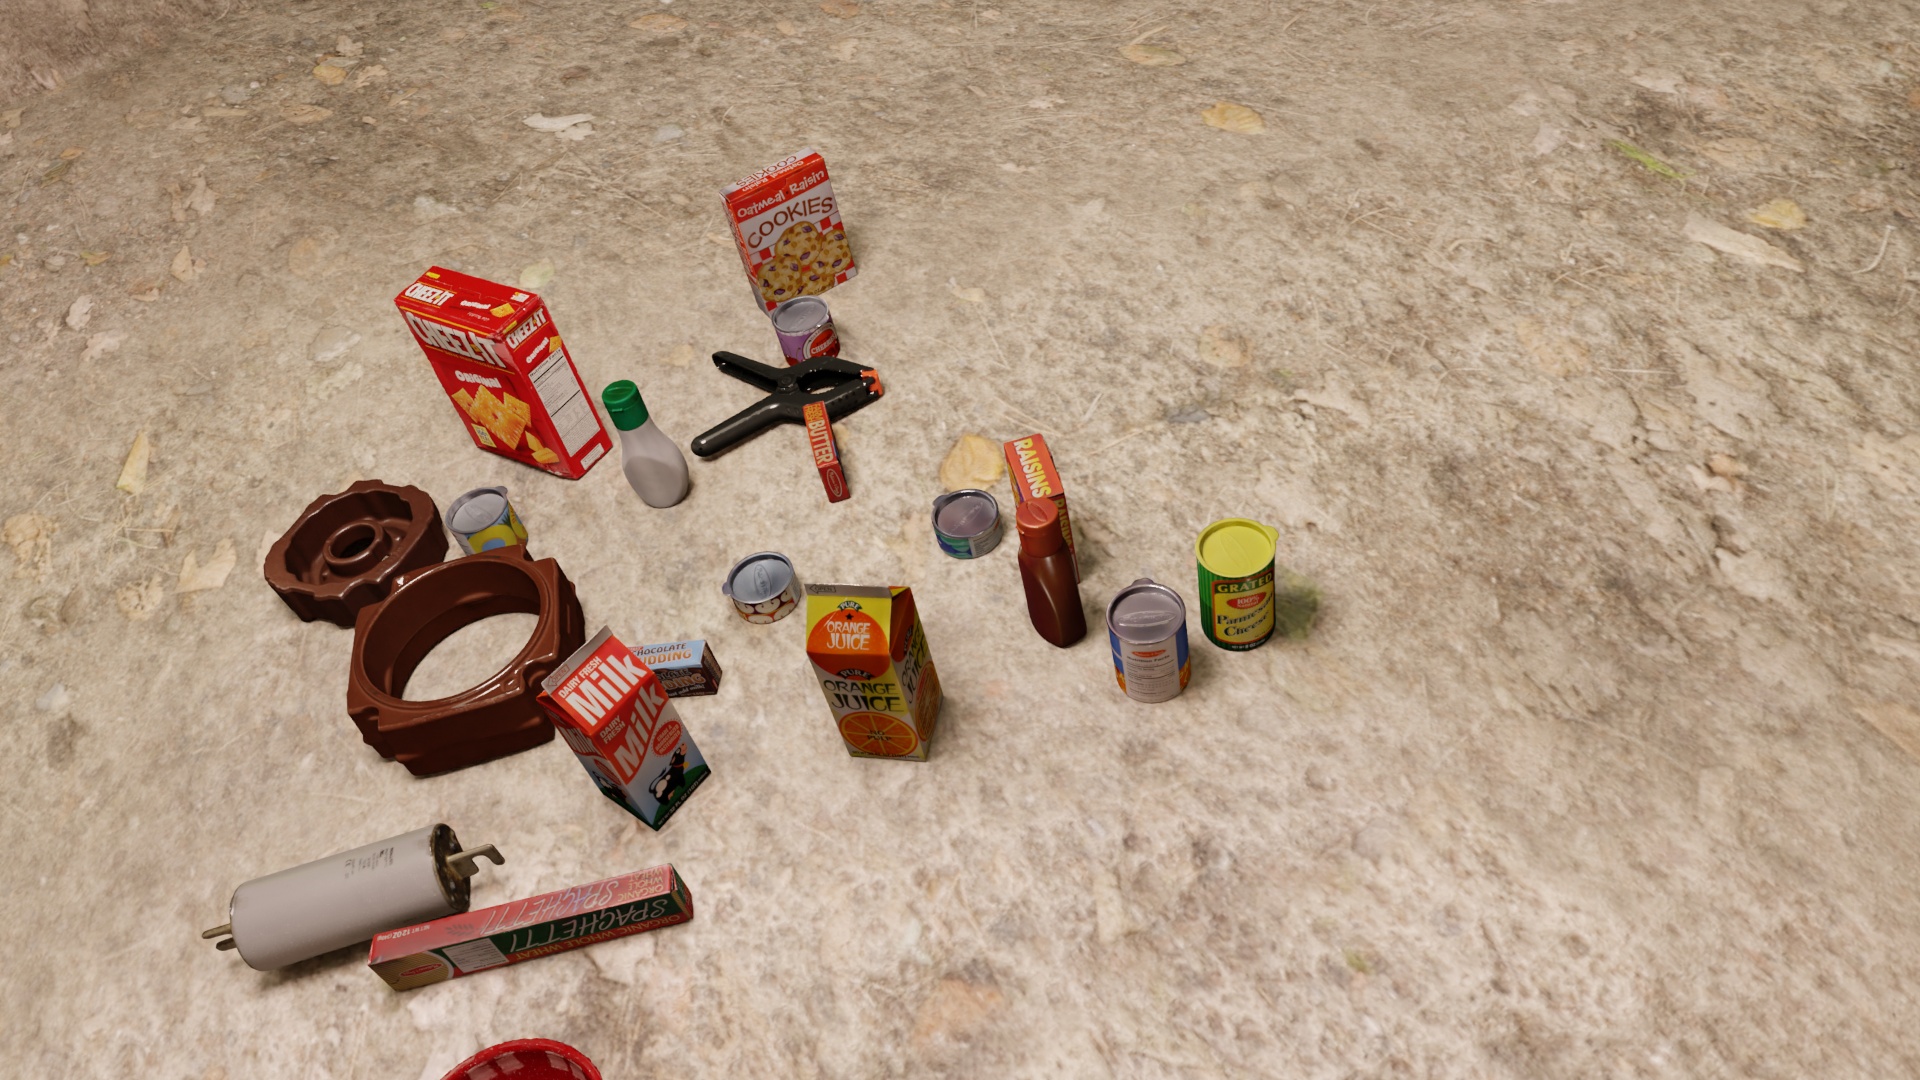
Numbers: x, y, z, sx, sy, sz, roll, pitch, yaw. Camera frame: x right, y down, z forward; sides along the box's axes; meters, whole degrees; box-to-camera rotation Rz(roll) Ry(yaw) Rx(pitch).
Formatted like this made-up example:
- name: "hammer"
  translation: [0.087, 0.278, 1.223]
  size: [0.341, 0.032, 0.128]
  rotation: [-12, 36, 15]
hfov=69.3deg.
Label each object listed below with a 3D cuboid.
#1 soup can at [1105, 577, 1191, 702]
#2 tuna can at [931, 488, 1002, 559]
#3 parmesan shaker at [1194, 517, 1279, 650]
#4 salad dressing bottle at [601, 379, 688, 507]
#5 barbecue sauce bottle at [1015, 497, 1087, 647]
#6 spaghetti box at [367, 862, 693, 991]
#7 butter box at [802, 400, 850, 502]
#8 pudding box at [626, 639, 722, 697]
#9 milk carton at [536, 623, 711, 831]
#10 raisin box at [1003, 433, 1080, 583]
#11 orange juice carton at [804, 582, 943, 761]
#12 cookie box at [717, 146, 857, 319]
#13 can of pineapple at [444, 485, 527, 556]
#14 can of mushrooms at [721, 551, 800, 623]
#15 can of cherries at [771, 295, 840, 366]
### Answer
- name: "soup can"
  translation: [0.160, 0.085, 1.177]
  size: [0.071, 0.083, 0.072]
  rotation: [-7, 46, 7]
- name: "tuna can"
  translation: [0.005, -0.017, 1.345]
  size: [0.071, 0.032, 0.071]
  rotation: [-7, 46, 7]
- name: "parmesan shaker"
  translation: [0.239, 0.038, 1.188]
  size: [0.071, 0.102, 0.072]
  rotation: [-7, 46, 7]
- name: "salad dressing bottle"
  translation: [-0.323, -0.098, 1.420]
  size: [0.064, 0.147, 0.044]
  rotation: [-4, 47, 10]
- name: "barbecue sauce bottle"
  translation: [0.076, 0.026, 1.208]
  size: [0.044, 0.147, 0.065]
  rotation: [-29, 48, -13]
- name: "spaghetti box"
  translation: [-0.340, 0.309, 1.109]
  size: [0.250, 0.050, 0.029]
  rotation: [-14, 46, 0]
- name: "butter box"
  translation: [-0.139, -0.092, 1.436]
  size: [0.024, 0.053, 0.104]
  rotation: [-16, 46, -2]
- name: "pudding box"
  translation: [-0.267, 0.119, 1.271]
  size: [0.084, 0.049, 0.030]
  rotation: [-6, 47, 8]
- name: "milk carton"
  translation: [-0.283, 0.151, 1.147]
  size: [0.073, 0.189, 0.072]
  rotation: [24, 57, 31]
- name: "raisin box"
  translation: [0.075, -0.025, 1.272]
  size: [0.040, 0.122, 0.086]
  rotation: [-16, 46, -1]
- name: "orange juice carton"
  translation: [-0.072, 0.098, 1.145]
  size: [0.072, 0.191, 0.073]
  rotation: [2, 48, 15]
- name: "cookie box"
  translation: [-0.198, -0.357, 1.619]
  size: [0.123, 0.166, 0.040]
  rotation: [-31, 48, -15]
- name: "can of pineapple"
  translation: [-0.489, -0.014, 1.442]
  size: [0.071, 0.057, 0.071]
  rotation: [-7, 46, 7]
- name: "can of mushrooms"
  translation: [-0.191, 0.046, 1.332]
  size: [0.071, 0.033, 0.071]
  rotation: [-7, 46, 7]
- name: "can of cherries"
  translation: [-0.173, -0.234, 1.573]
  size: [0.071, 0.058, 0.072]
  rotation: [-7, 46, 7]
